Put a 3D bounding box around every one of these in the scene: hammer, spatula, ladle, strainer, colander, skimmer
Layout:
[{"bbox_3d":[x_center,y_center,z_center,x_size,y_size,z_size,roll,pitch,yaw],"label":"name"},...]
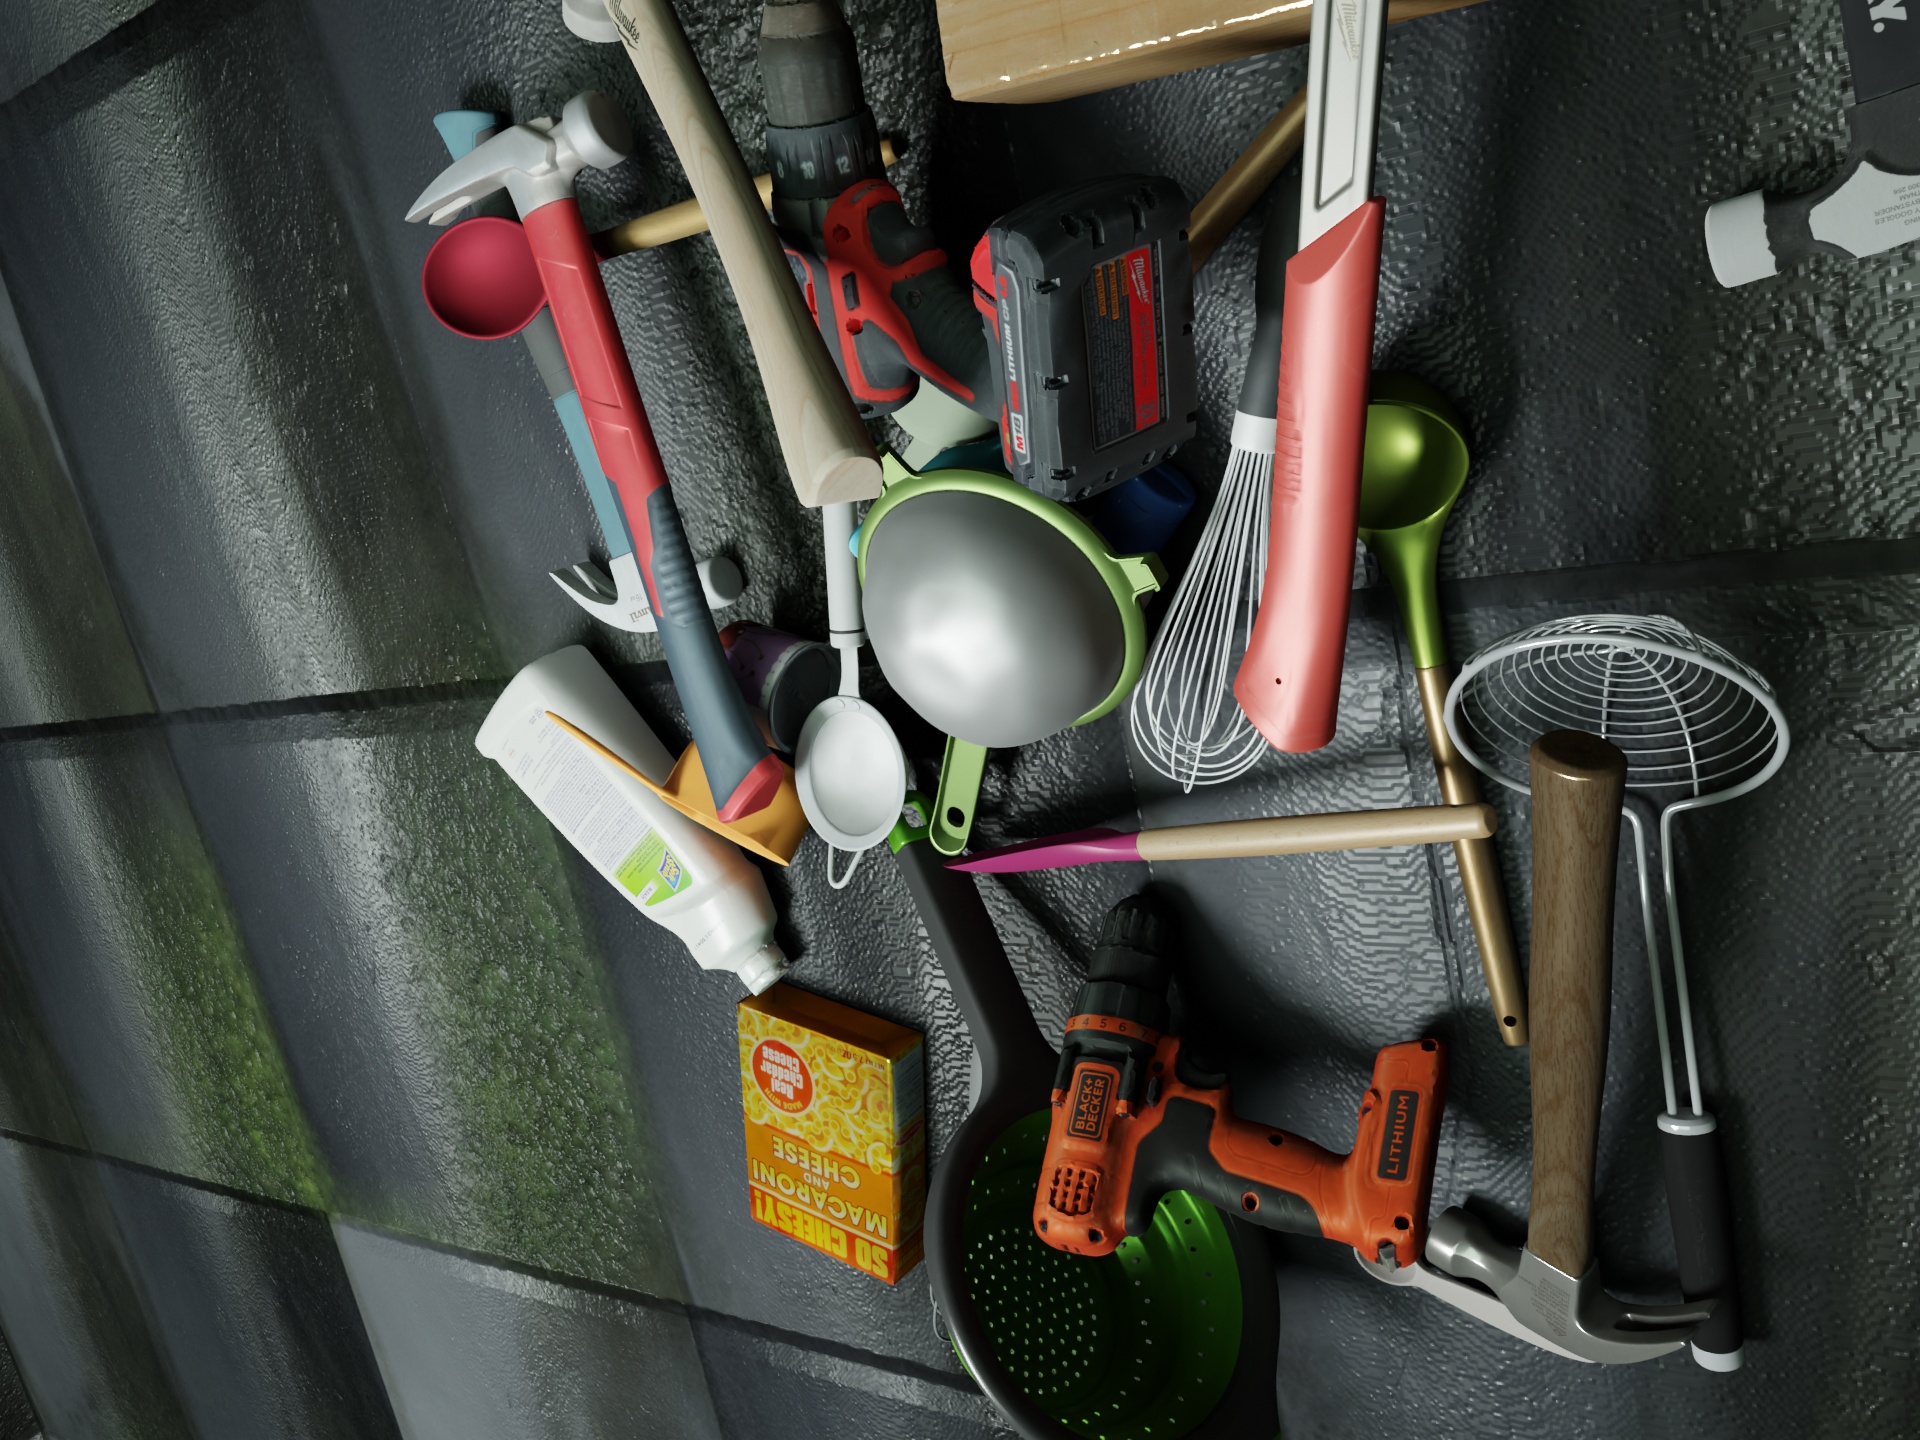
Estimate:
[{"bbox_3d":[-0.114,-0.265,0.714,0.146,0.038,0.411,110,143,-54],"label":"hammer"},{"bbox_3d":[0.067,-0.169,0.730,0.082,0.044,0.317,37,124,-8],"label":"spatula"},{"bbox_3d":[-0.169,-0.268,0.864,0.315,0.031,0.069,-7,101,29],"label":"ladle"},{"bbox_3d":[-0.001,-0.002,0.776,0.151,0.069,0.256,24,138,13],"label":"strainer"},{"bbox_3d":[-0.238,-0.210,0.958,0.128,0.033,0.331,-16,98,38],"label":"hammer"},{"bbox_3d":[0.256,0.149,0.665,0.130,0.031,0.331,24,136,43],"label":"hammer"},{"bbox_3d":[0.148,-0.147,0.601,0.149,0.037,0.358,15,125,29],"label":"hammer"},{"bbox_3d":[-0.058,-0.038,0.865,0.087,0.050,0.258,8,107,41],"label":"strainer"},{"bbox_3d":[0.026,0.227,0.860,0.094,0.204,0.397,-48,58,45],"label":"colander"},{"bbox_3d":[-0.188,-0.127,0.869,0.143,0.038,0.386,-16,94,29],"label":"hammer"},{"bbox_3d":[0.291,-0.326,0.518,0.146,0.035,0.334,-10,101,39],"label":"hammer"},{"bbox_3d":[0.209,0.004,0.696,0.078,0.062,0.320,-9,105,31],"label":"ladle"},{"bbox_3d":[0.288,0.126,0.661,0.127,0.090,0.363,-4,105,36],"label":"skimmer"}]

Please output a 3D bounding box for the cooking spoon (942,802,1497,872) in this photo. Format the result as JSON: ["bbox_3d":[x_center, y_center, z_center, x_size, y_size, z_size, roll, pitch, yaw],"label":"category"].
[{"bbox_3d":[0.108,0.059,0.760,0.319,0.068,0.017,-10,92,47],"label":"cooking spoon"}]

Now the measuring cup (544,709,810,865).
[{"bbox_3d":[-0.157,0.022,0.921,0.173,0.052,0.095,37,166,-30],"label":"measuring cup"}]

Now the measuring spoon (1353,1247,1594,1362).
[{"bbox_3d":[0.259,0.286,0.798,0.124,0.018,0.034,21,133,21],"label":"measuring spoon"}]

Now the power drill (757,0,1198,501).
[{"bbox_3d":[-0.009,-0.201,0.669,0.227,0.080,0.187,31,140,44],"label":"power drill"}]

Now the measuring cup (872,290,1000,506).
[{"bbox_3d":[-0.026,-0.143,0.822,0.083,0.038,0.167,42,125,16],"label":"measuring cup"}]

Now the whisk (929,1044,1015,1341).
[{"bbox_3d":[0.012,0.276,0.954,0.055,0.055,0.239,16,112,31],"label":"whisk"}]

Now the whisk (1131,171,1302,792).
[{"bbox_3d":[0.128,-0.100,0.719,0.070,0.070,0.284,20,114,29],"label":"whisk"}]
